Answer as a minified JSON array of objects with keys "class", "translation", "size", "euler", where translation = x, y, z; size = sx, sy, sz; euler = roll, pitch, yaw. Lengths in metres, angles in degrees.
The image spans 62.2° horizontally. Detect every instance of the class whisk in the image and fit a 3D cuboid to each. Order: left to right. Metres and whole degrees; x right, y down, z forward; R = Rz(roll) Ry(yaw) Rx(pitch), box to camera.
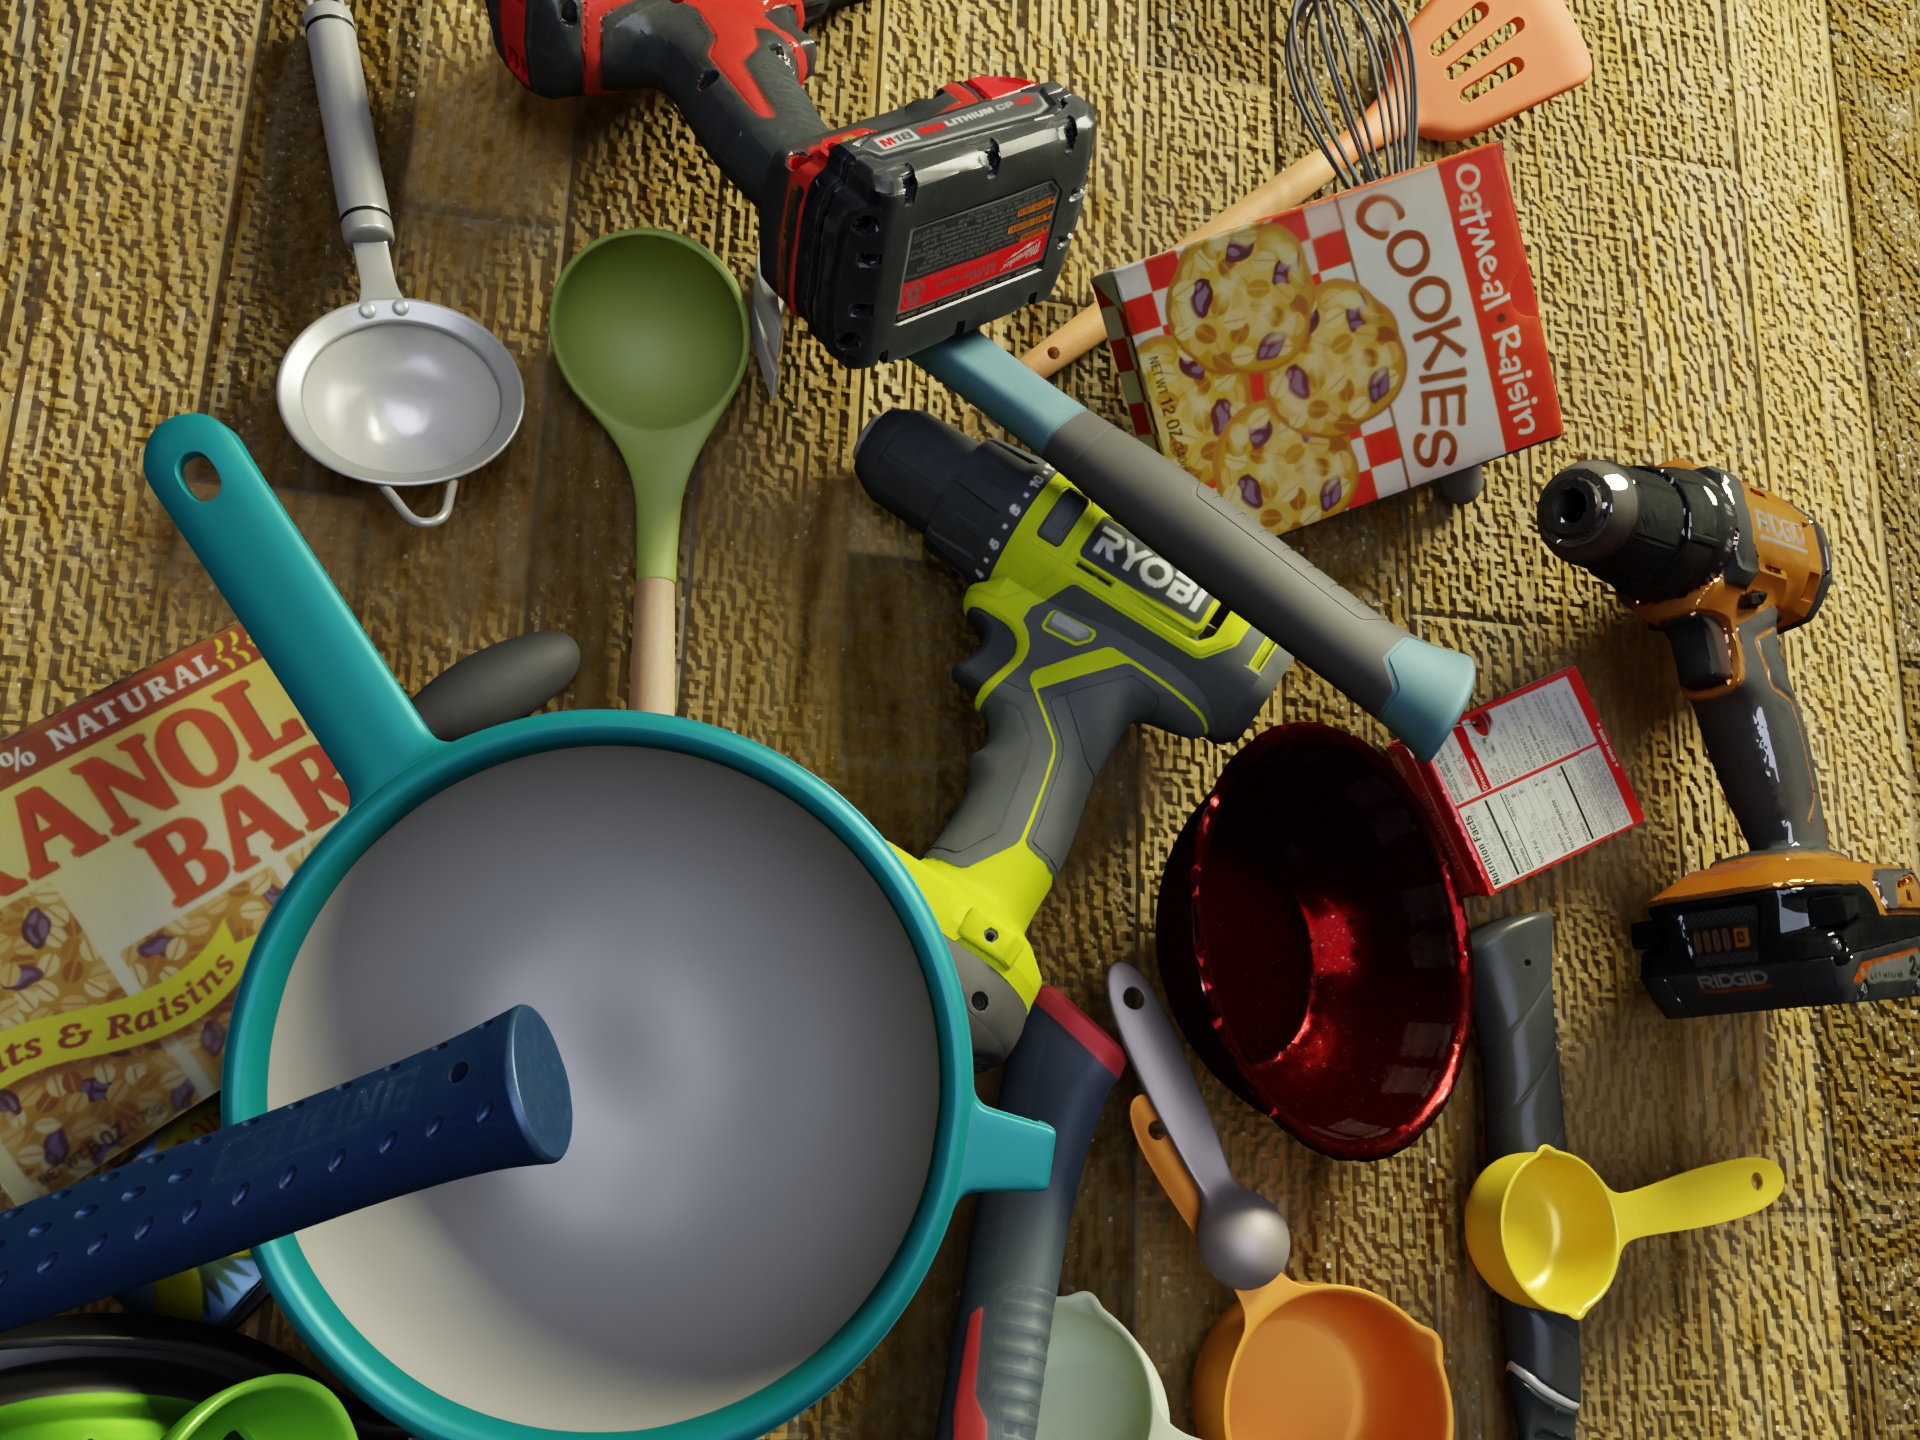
[{"class":"whisk","translation":[-0.257,0.040,0.547],"size":[0.284,0.070,0.070],"euler":[-32,86,-23]},{"class":"whisk","translation":[0.189,-0.209,0.691],"size":[0.055,0.055,0.239],"euler":[-21,100,-17]}]

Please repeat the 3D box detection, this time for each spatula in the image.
[{"class":"spatula","translation":[0.151,-0.242,0.712],"size":[0.322,0.041,0.081],"euler":[-38,97,-17]}]

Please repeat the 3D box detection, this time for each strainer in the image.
[{"class":"strainer","translation":[-0.225,-0.180,0.612],"size":[0.087,0.050,0.259],"euler":[-9,74,-21]},{"class":"strainer","translation":[-0.138,0.054,0.492],"size":[0.211,0.095,0.340],"euler":[-35,83,-3]}]

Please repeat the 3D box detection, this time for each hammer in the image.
[{"class":"hammer","translation":[-0.296,0.155,0.415],"size":[0.405,0.035,0.144],"euler":[-20,40,3]},{"class":"hammer","translation":[-0.013,0.269,0.513],"size":[0.143,0.038,0.387],"euler":[-4,55,25]},{"class":"hammer","translation":[0.051,-0.100,0.594],"size":[0.331,0.033,0.128],"euler":[40,55,18]},{"class":"hammer","translation":[0.231,0.278,0.612],"size":[0.149,0.036,0.409],"euler":[3,76,-14]}]

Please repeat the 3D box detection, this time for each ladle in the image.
[{"class":"ladle","translation":[-0.117,-0.029,0.589],"size":[0.078,0.062,0.320],"euler":[-2,78,5]}]

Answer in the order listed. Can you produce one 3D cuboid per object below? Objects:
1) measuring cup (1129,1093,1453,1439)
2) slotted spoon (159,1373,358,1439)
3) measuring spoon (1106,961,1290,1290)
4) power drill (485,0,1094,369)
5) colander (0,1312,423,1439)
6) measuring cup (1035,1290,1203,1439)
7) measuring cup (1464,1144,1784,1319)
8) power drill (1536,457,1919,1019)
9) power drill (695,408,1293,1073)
[{"class":"measuring cup","translation":[0.106,0.216,0.590],"size":[0.095,0.052,0.174],"euler":[-30,81,-18]},{"class":"slotted spoon","translation":[-0.128,0.286,0.447],"size":[0.313,0.031,0.070],"euler":[62,36,-30]},{"class":"measuring spoon","translation":[0.084,0.143,0.571],"size":[0.034,0.018,0.124],"euler":[-19,75,-22]},{"class":"power drill","translation":[-0.049,-0.250,0.618],"size":[0.188,0.080,0.227],"euler":[-30,63,-31]},{"class":"colander","translation":[-0.179,0.253,0.462],"size":[0.397,0.095,0.204],"euler":[-18,109,-26]},{"class":"measuring cup","translation":[0.075,0.252,0.536],"size":[0.168,0.038,0.083],"euler":[9,60,28]},{"class":"measuring cup","translation":[0.258,0.189,0.616],"size":[0.156,0.029,0.062],"euler":[-1,77,-28]},{"class":"power drill","translation":[0.306,0.003,0.642],"size":[0.185,0.084,0.226],"euler":[6,73,-41]},{"class":"power drill","translation":[-0.001,-0.002,0.601],"size":[0.190,0.080,0.228],"euler":[32,69,7]}]
